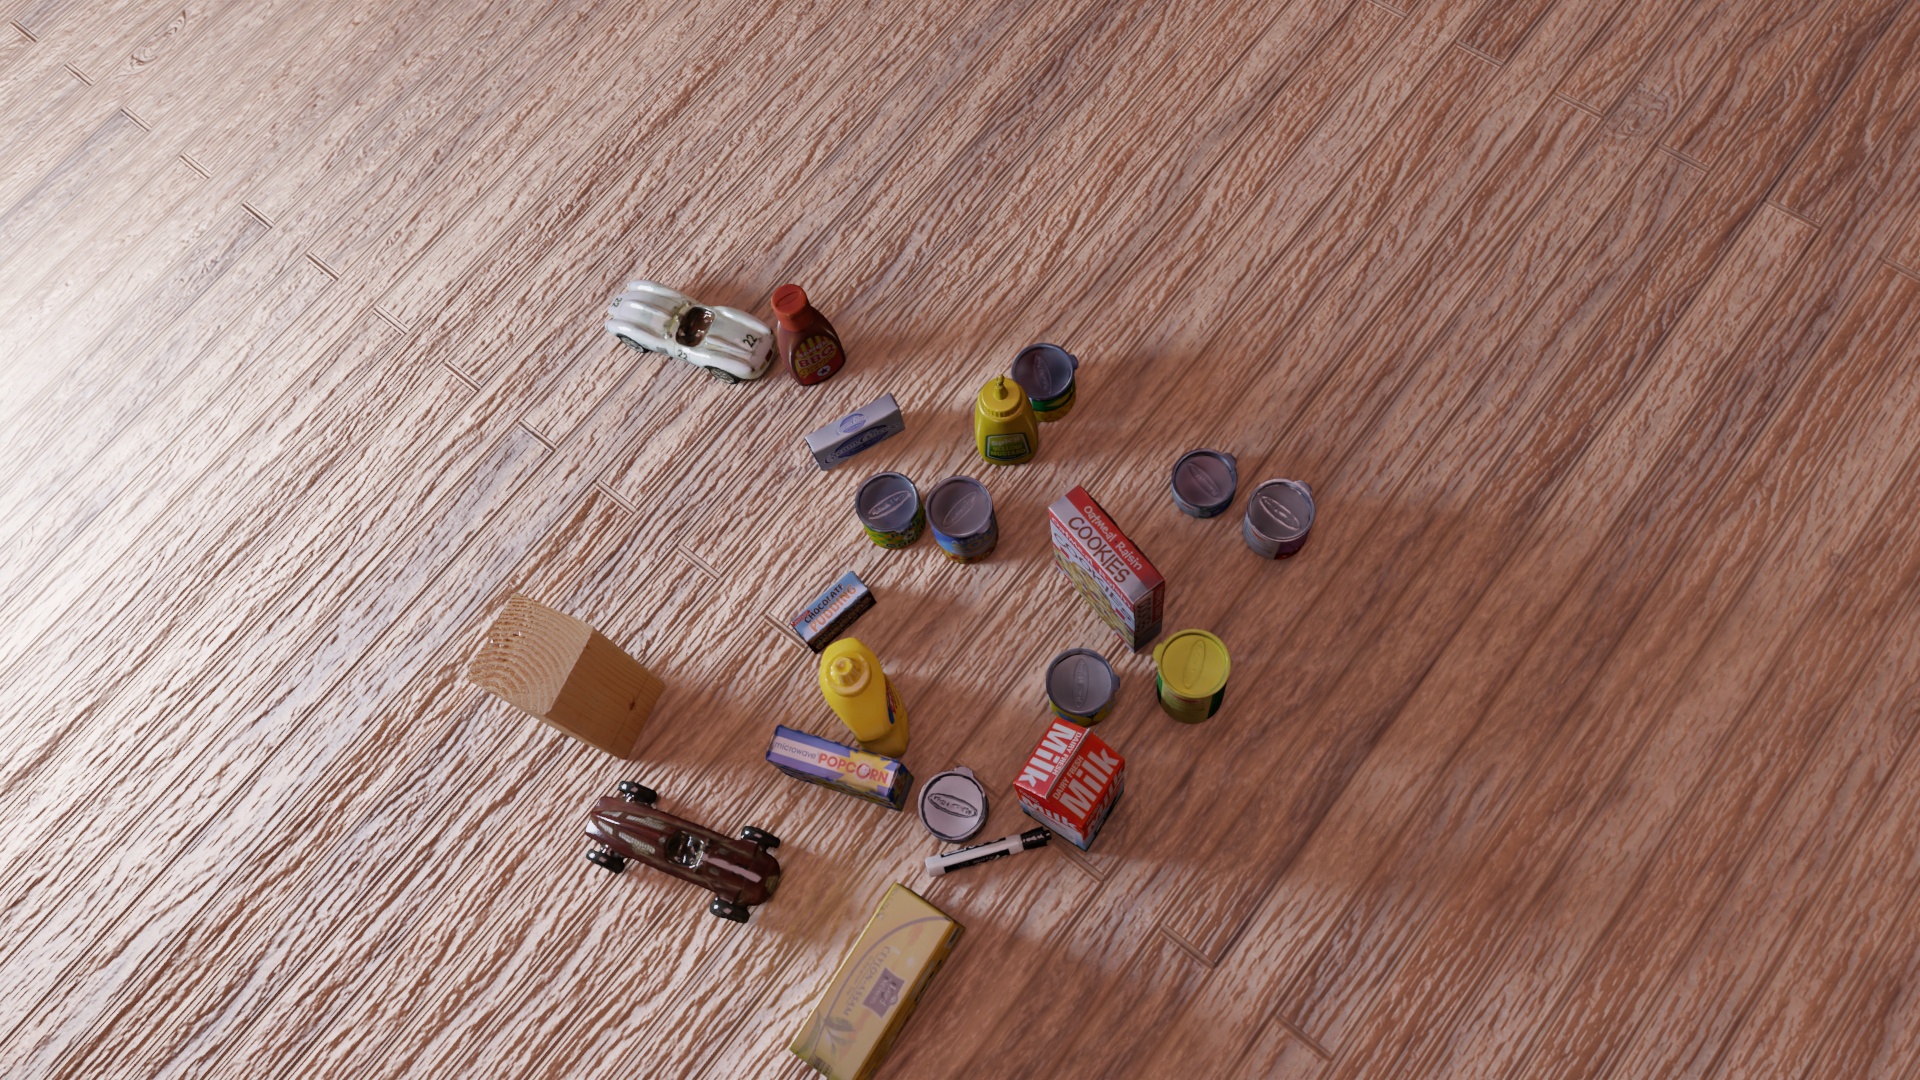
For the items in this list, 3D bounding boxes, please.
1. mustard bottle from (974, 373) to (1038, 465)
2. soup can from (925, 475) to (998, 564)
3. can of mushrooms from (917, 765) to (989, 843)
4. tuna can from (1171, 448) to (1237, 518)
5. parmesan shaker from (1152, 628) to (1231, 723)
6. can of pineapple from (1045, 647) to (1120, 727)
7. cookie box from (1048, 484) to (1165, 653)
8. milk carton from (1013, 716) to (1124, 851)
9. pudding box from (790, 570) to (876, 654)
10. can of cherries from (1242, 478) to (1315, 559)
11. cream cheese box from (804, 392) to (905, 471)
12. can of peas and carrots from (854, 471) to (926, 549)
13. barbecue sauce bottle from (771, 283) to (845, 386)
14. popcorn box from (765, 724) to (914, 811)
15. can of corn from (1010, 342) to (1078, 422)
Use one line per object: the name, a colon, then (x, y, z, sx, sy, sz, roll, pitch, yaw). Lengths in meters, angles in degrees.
mustard bottle: (0.043, -0.125, 1.397, 0.065, 0.159, 0.049, -6, 69, 5)
soup can: (0.005, -0.018, 1.401, 0.071, 0.083, 0.071, -2, 69, 6)
can of mushrooms: (-0.005, 0.253, 1.326, 0.071, 0.033, 0.071, -2, 69, 6)
tuna can: (0.250, -0.059, 1.416, 0.071, 0.032, 0.071, -2, 69, 6)
parmesan shaker: (0.216, 0.128, 1.310, 0.071, 0.102, 0.071, -2, 69, 6)
can of pineapple: (0.118, 0.144, 1.340, 0.071, 0.057, 0.071, -2, 69, 6)
cookie box: (0.140, 0.030, 1.322, 0.040, 0.167, 0.123, -38, 70, -8)
milk carton: (0.099, 0.217, 1.243, 0.073, 0.190, 0.072, 30, 76, 16)
pudding box: (-0.128, 0.072, 1.400, 0.084, 0.049, 0.030, -41, 70, -9)
can of cherries: (0.318, -0.022, 1.380, 0.071, 0.058, 0.072, -2, 69, 6)
cream cheese box: (-0.110, -0.114, 1.467, 0.104, 0.053, 0.024, -28, 69, -4)
can of peas and carrots: (-0.070, -0.028, 1.427, 0.071, 0.058, 0.071, -2, 69, 6)
barbecue sauce bottle: (-0.165, -0.218, 1.463, 0.065, 0.148, 0.044, -31, 69, -5)
popcorn box: (-0.114, 0.217, 1.324, 0.127, 0.085, 0.038, 15, 72, 12)
can of corn: (0.091, -0.166, 1.462, 0.071, 0.058, 0.071, -2, 69, 6)
